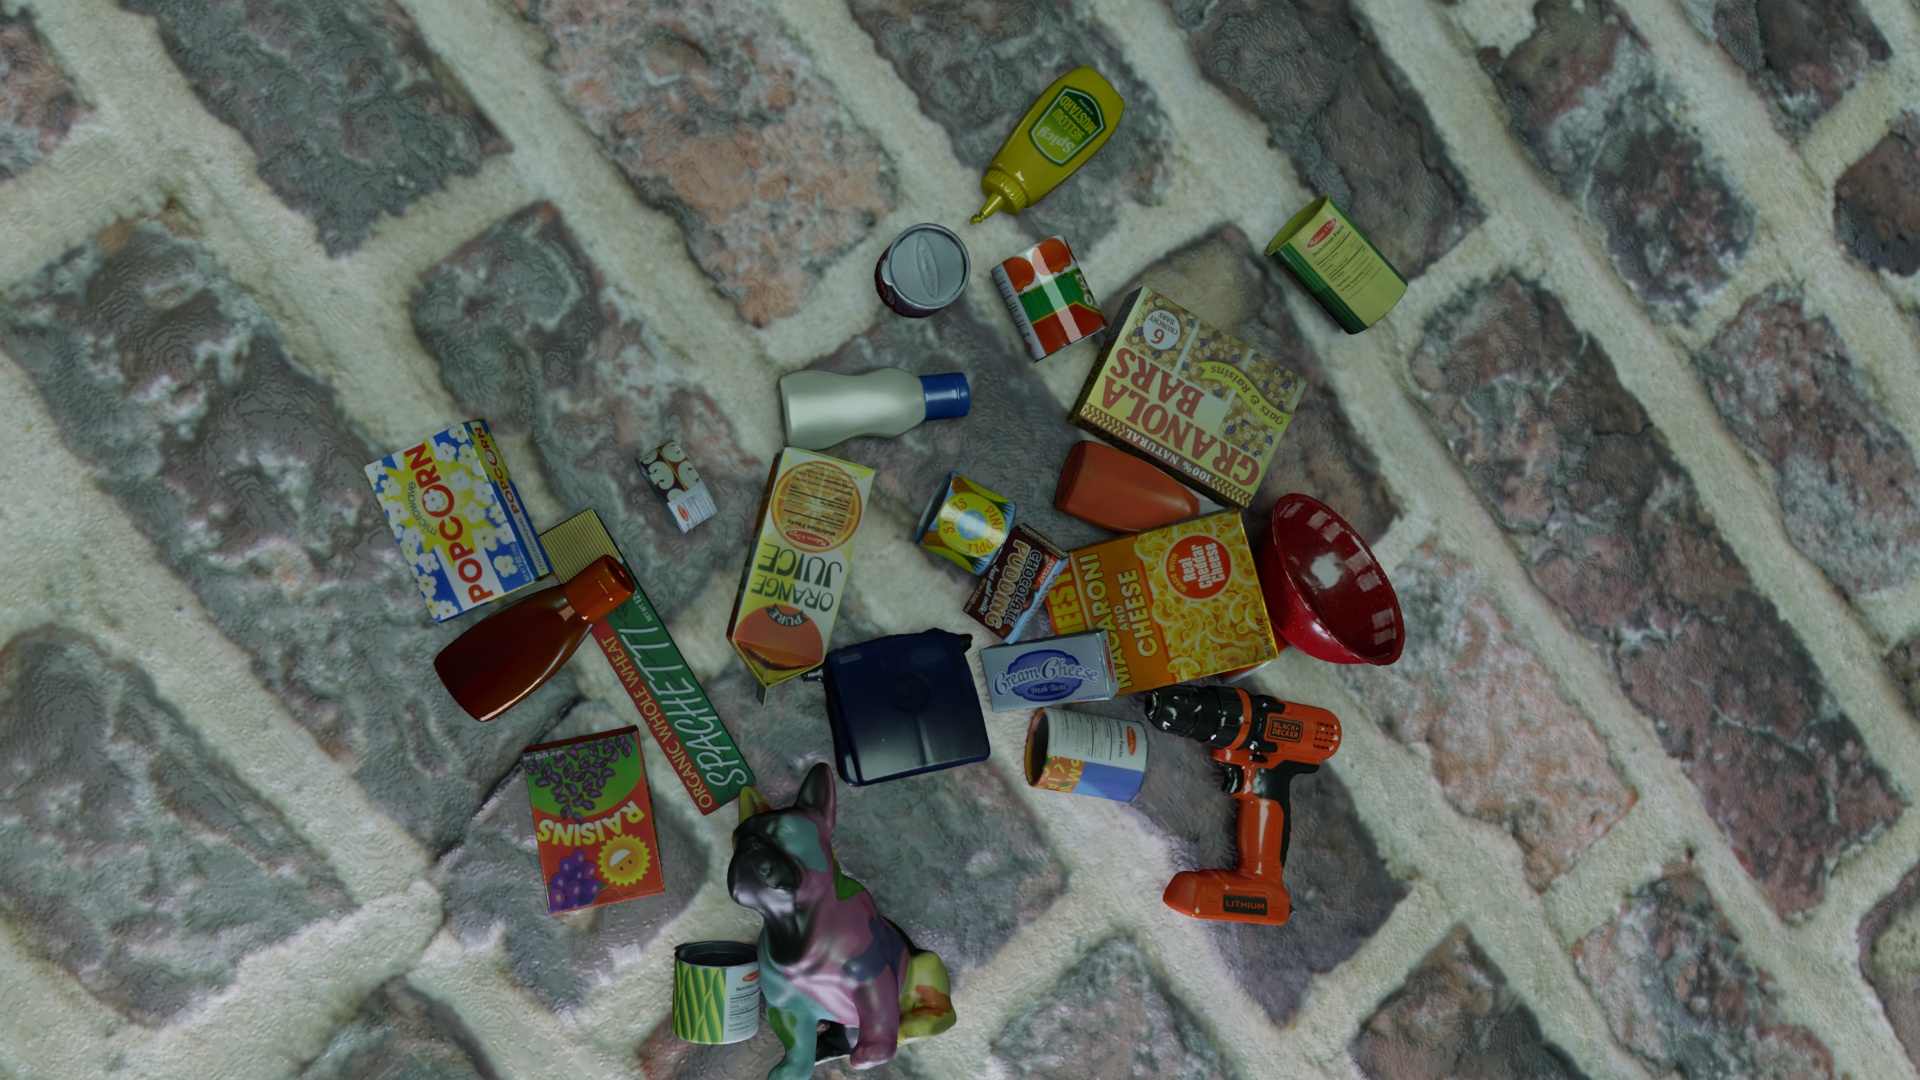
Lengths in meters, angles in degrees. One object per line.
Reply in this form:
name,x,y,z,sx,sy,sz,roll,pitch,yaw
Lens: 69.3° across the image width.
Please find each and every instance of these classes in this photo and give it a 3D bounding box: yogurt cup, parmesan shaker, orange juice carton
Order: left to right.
orange juice carton,-0.128,0.030,1.060,0.073,0.072,0.192,16,86,-13
yogurt cup,0.233,0.080,1.153,0.072,0.072,0.054,-29,88,-12
parmesan shaker,0.318,-0.231,1.177,0.103,0.071,0.071,44,80,-10

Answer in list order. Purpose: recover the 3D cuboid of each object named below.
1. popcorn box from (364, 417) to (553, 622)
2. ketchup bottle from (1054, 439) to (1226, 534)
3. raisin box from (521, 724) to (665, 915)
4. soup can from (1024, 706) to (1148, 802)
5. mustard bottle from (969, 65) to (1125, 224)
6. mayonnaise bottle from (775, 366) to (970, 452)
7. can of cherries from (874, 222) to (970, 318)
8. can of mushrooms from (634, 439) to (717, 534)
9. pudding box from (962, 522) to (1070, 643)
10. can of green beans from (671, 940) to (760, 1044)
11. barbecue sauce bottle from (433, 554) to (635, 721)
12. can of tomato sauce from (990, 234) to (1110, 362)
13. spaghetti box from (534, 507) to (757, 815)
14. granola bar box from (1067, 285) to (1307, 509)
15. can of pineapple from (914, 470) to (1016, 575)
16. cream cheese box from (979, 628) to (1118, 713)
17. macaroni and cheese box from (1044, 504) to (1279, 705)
popcorn box,-0.363,-0.014,1.006,0.085,0.038,0.126,-22,95,10
ketchup bottle,0.156,-0.031,1.145,0.149,0.043,0.065,19,86,-13
raisin box,-0.273,0.208,1.039,0.086,0.040,0.123,-9,92,-15
soup can,0.100,0.174,1.119,0.084,0.071,0.071,11,87,-12
mustard bottle,0.064,-0.310,1.123,0.065,0.049,0.160,42,80,-8
mayonnaise bottle,-0.068,-0.107,1.093,0.148,0.041,0.064,-7,92,-15
can of cherries,-0.033,-0.211,1.093,0.071,0.058,0.071,0,91,-14
can of mushrooms,-0.214,-0.042,1.044,0.033,0.071,0.071,-33,97,-11
pudding box,0.045,0.034,1.100,0.050,0.030,0.083,35,109,13
can of green beans,-0.183,0.339,1.045,0.071,0.071,0.058,3,89,-14
barbecue sauce bottle,-0.305,0.067,1.009,0.148,0.044,0.065,-36,96,6
can of tomato sauce,0.073,-0.195,1.115,0.071,0.071,0.083,-28,95,-12
spaghetti box,-0.237,0.093,1.054,0.050,0.028,0.249,-31,96,-11
granola bar box,0.189,-0.117,1.156,0.165,0.039,0.124,28,82,-12
can of pineapple,0.004,-0.014,1.094,0.058,0.071,0.071,27,84,-12
cream cheese box,0.070,0.104,1.103,0.103,0.024,0.053,-10,94,24
macaroni and cheese box,0.157,0.053,1.112,0.166,0.040,0.123,-15,92,13
